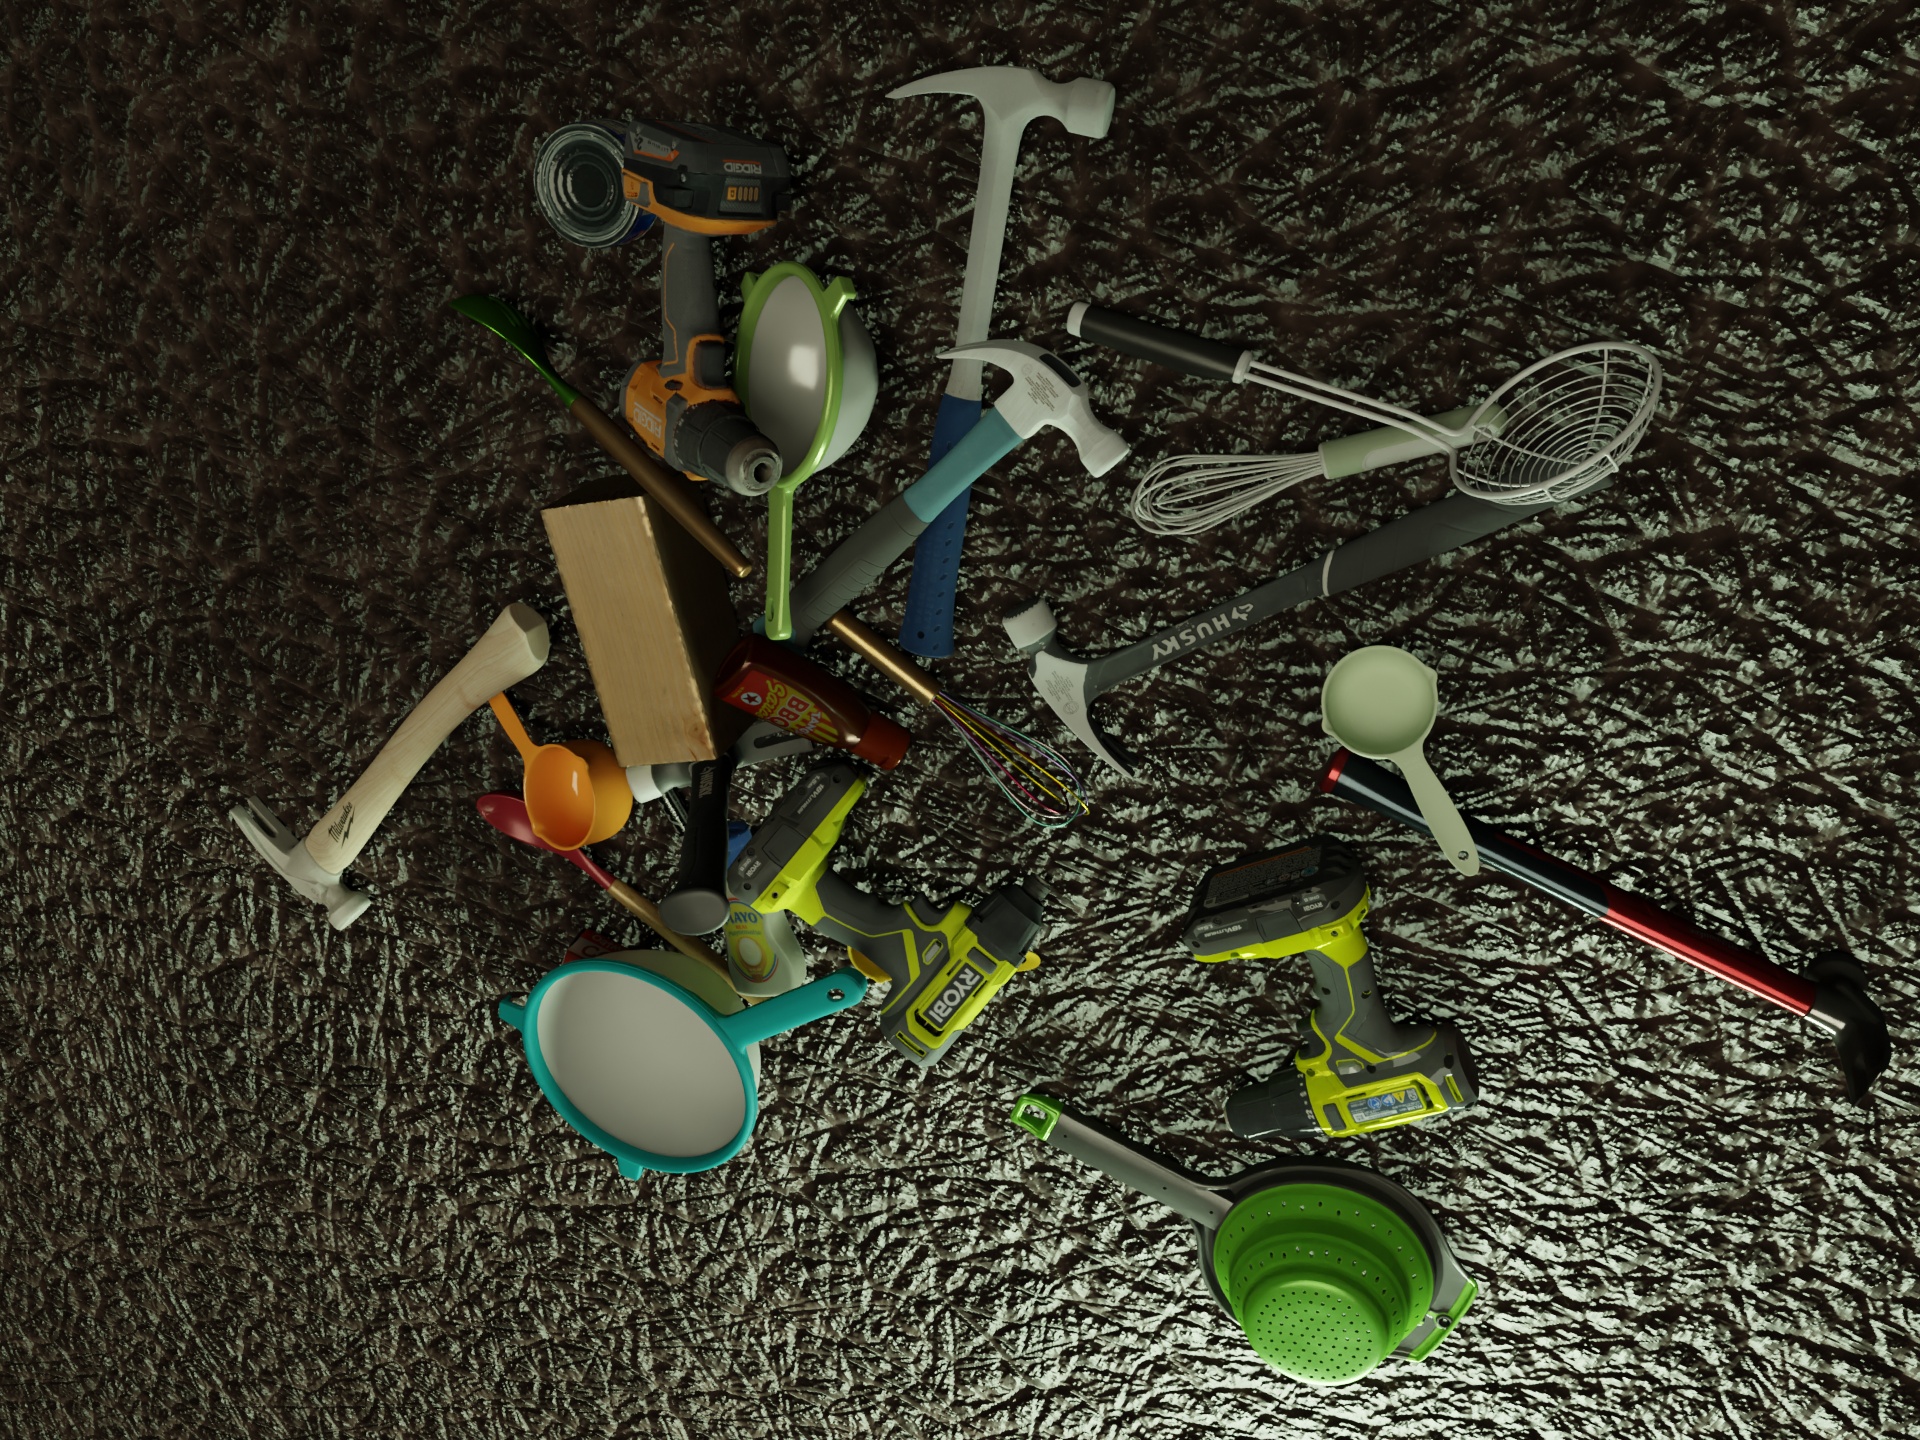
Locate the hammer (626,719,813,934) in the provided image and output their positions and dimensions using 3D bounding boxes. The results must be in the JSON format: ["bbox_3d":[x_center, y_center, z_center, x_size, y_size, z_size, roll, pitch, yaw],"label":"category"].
[{"bbox_3d":[-0.173,0.069,1.123,0.146,0.335,0.035,-19,108,-2],"label":"hammer"}]

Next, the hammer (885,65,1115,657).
[{"bbox_3d":[-0.002,-0.235,1.091,0.144,0.035,0.405,15,117,11],"label":"hammer"}]

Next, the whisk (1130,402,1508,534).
[{"bbox_3d":[0.230,-0.167,1.041,0.246,0.059,0.057,-12,147,18],"label":"whisk"}]

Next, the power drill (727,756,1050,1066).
[{"bbox_3d":[-0.054,0.136,1.236,0.223,0.080,0.171,40,92,-4],"label":"power drill"}]

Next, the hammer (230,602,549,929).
[{"bbox_3d":[-0.480,0.024,1.350,0.146,0.038,0.410,47,122,-4],"label":"hammer"}]

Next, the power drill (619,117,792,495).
[{"bbox_3d":[-0.167,-0.270,1.061,0.186,0.084,0.226,39,129,47],"label":"power drill"}]

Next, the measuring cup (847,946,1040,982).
[{"bbox_3d":[-0.013,0.184,1.292,0.156,0.029,0.062,5,106,3],"label":"measuring cup"}]

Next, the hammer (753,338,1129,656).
[{"bbox_3d":[-0.037,-0.139,1.104,0.331,0.033,0.128,-38,91,37],"label":"hammer"}]

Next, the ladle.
[{"bbox_3d":[-0.277,0.156,1.359,0.315,0.031,0.069,39,143,-4],"label":"ladle"}]

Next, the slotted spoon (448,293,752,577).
[{"bbox_3d":[-0.254,-0.208,1.129,0.314,0.070,0.031,45,102,15],"label":"slotted spoon"}]

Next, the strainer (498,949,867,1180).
[{"bbox_3d":[-0.196,0.238,1.279,0.340,0.095,0.211,-25,105,29],"label":"strainer"}]

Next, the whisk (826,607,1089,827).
[{"bbox_3d":[-0.002,-0.003,1.194,0.245,0.047,0.051,38,107,4],"label":"whisk"}]

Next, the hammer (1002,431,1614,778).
[{"bbox_3d":[0.234,-0.087,1.080,0.409,0.036,0.149,-23,105,25],"label":"hammer"}]

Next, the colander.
[{"bbox_3d":[0.213,0.421,1.277,0.397,0.094,0.204,26,118,5],"label":"colander"}]

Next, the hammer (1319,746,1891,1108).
[{"bbox_3d":[0.422,0.123,1.063,0.386,0.143,0.038,26,119,10],"label":"hammer"}]

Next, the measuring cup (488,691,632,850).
[{"bbox_3d":[-0.334,0.027,1.315,0.174,0.052,0.095,53,124,19],"label":"measuring cup"}]

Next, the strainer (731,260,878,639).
[{"bbox_3d":[-0.100,-0.183,1.100,0.152,0.069,0.256,24,114,54],"label":"strainer"}]

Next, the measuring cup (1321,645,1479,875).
[{"bbox_3d":[0.305,0.029,1.073,0.083,0.038,0.168,-28,78,12],"label":"measuring cup"}]

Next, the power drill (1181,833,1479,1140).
[{"bbox_3d":[0.255,0.213,1.184,0.190,0.080,0.228,-20,108,24],"label":"power drill"}]

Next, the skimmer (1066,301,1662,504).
[{"bbox_3d":[0.233,-0.221,0.977,0.363,0.127,0.090,22,152,18],"label":"skimmer"}]
